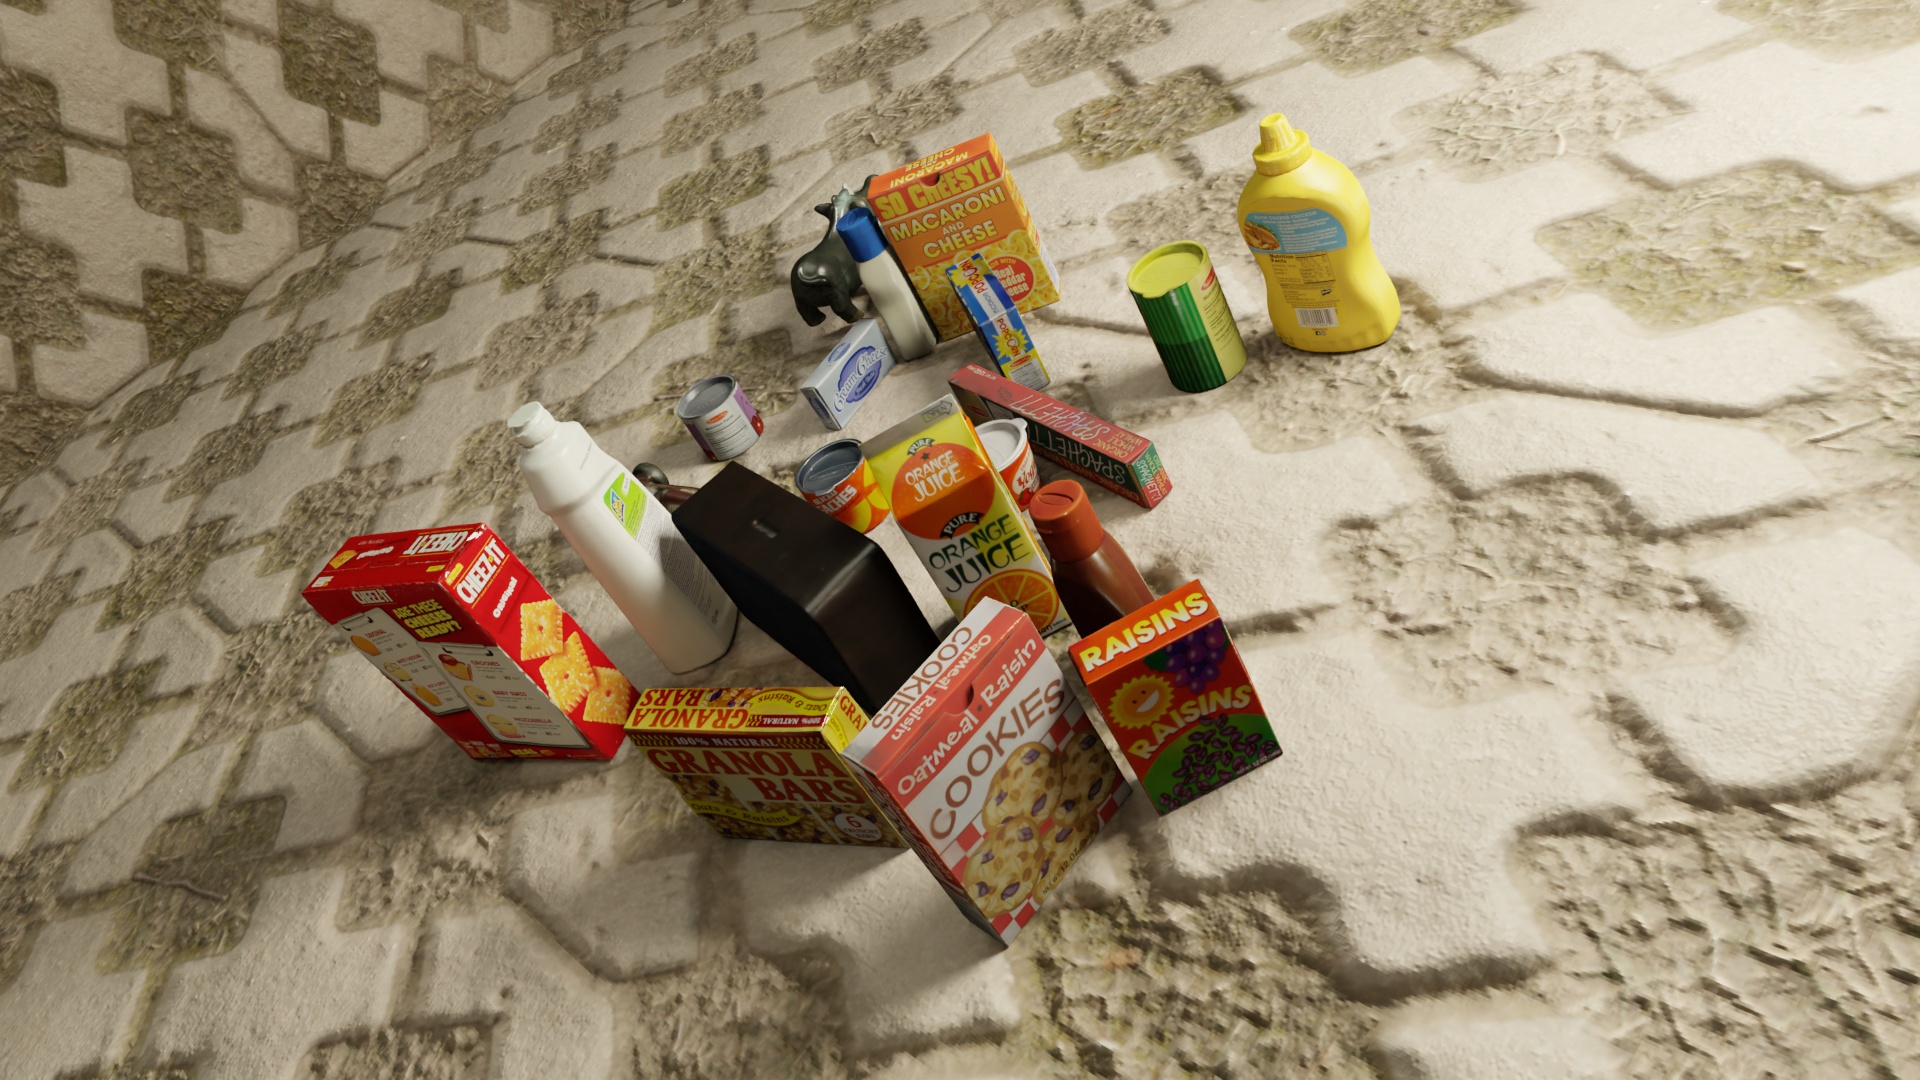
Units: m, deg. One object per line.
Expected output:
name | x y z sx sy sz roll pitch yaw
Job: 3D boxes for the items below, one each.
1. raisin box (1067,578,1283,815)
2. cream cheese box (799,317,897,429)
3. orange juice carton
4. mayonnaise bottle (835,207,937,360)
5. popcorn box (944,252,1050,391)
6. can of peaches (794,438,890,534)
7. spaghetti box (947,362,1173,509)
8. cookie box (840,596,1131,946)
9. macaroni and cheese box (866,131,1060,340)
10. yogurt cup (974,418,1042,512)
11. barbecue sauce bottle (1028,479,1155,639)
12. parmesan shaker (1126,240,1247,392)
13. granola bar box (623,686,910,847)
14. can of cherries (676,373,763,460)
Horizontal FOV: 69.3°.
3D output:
raisin box | 0.125 0.092 0.801 0.086 0.123 0.040 -28 36 4
cream cheese box | -0.104 -0.159 1.320 0.024 0.053 0.104 8 51 41
orange juice carton | 0.003 -0.012 0.951 0.072 0.192 0.073 -28 36 5
mayonnaise bottle | -0.069 -0.245 1.317 0.041 0.147 0.065 -19 38 17
popcorn box | 0.033 -0.192 1.236 0.038 0.085 0.127 -29 36 3
can of peaches | -0.097 -0.042 1.172 0.071 0.058 0.071 -19 37 16
spaghetti box | 0.074 -0.087 1.112 0.029 0.050 0.250 -41 37 -14
cookie box | 0.021 0.133 0.789 0.040 0.166 0.123 19 59 47
macaroni and cheese box | 0.006 -0.278 1.288 0.123 0.165 0.040 -17 38 18
yogurt cup | 0.030 -0.054 1.101 0.072 0.053 0.073 -19 37 16
barbecue sauce bottle | 0.087 0.026 0.884 0.065 0.148 0.044 12 54 44
parmesan shaker | 0.178 -0.174 1.097 0.071 0.102 0.072 -19 37 16
granola bar box | -0.121 0.148 0.906 0.165 0.123 0.039 -5 43 31
can of cherries | -0.235 -0.122 1.364 0.071 0.058 0.072 -19 37 16
